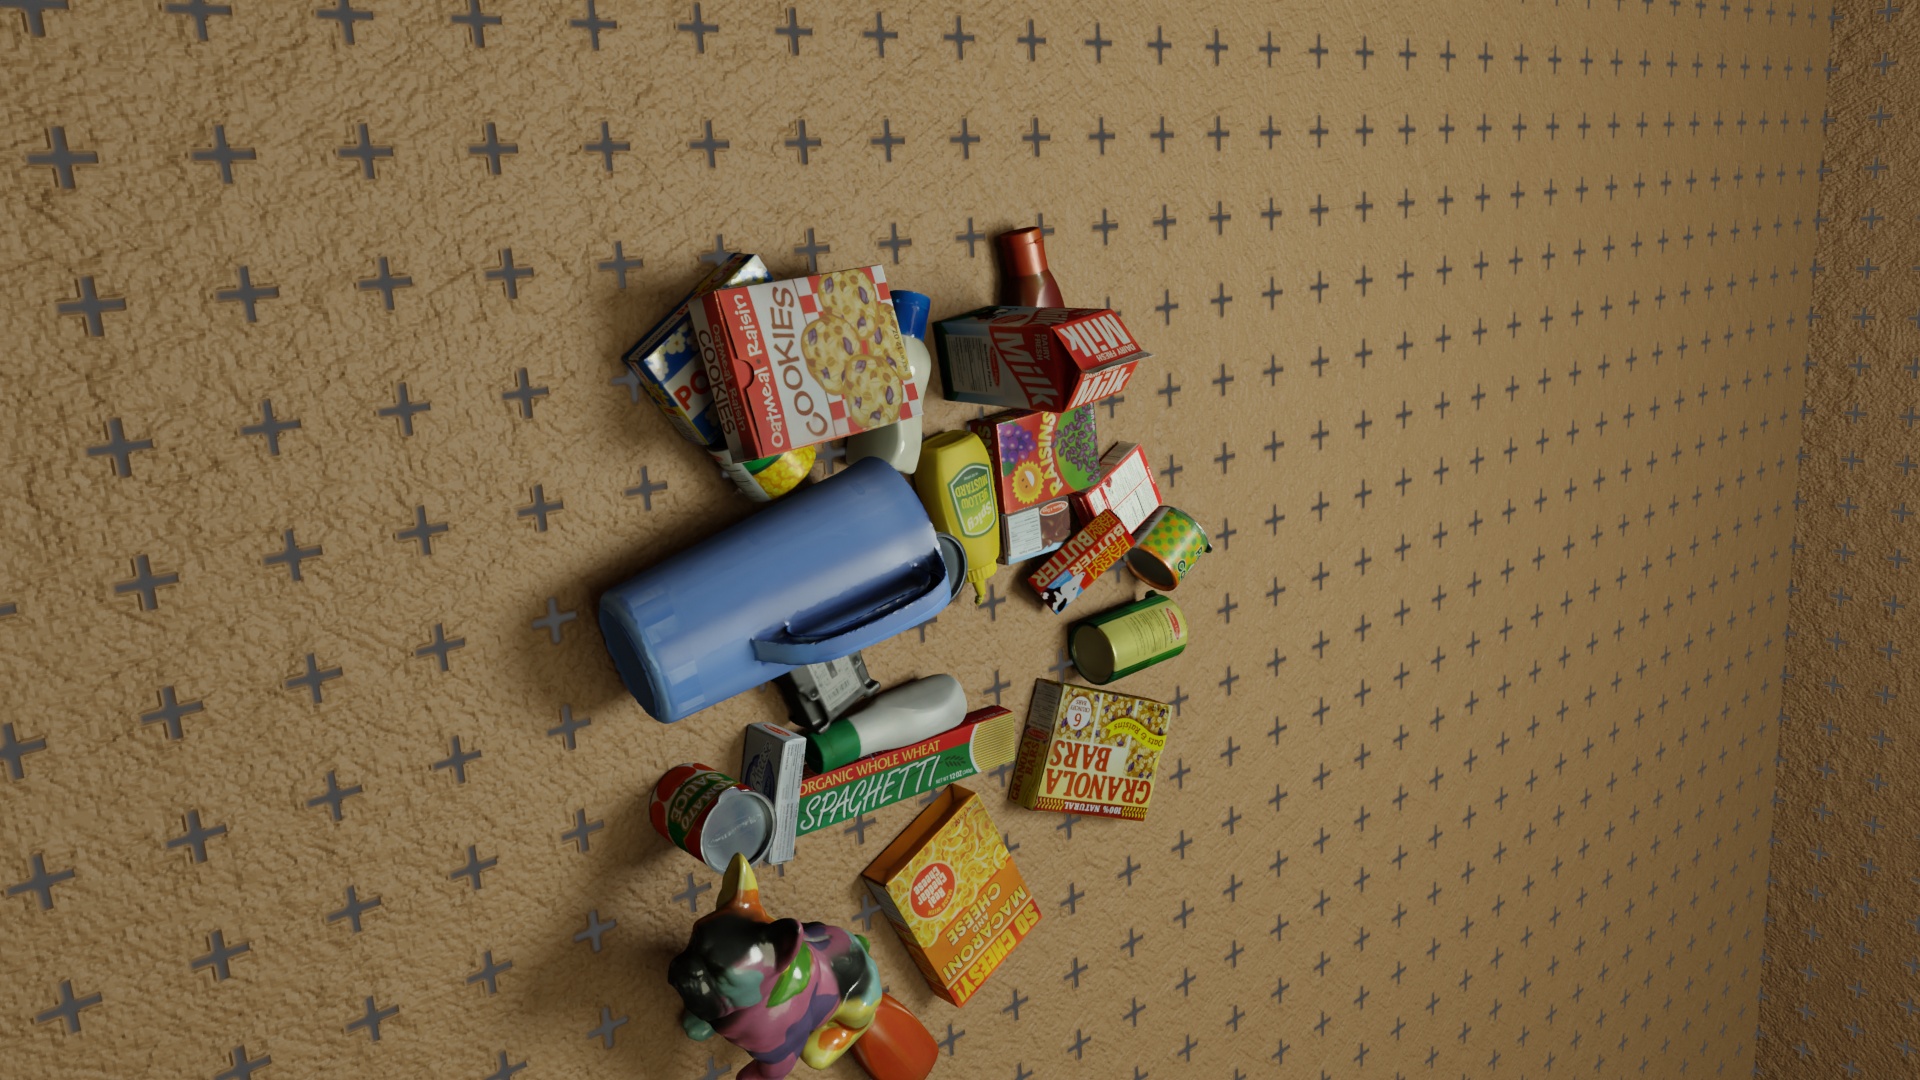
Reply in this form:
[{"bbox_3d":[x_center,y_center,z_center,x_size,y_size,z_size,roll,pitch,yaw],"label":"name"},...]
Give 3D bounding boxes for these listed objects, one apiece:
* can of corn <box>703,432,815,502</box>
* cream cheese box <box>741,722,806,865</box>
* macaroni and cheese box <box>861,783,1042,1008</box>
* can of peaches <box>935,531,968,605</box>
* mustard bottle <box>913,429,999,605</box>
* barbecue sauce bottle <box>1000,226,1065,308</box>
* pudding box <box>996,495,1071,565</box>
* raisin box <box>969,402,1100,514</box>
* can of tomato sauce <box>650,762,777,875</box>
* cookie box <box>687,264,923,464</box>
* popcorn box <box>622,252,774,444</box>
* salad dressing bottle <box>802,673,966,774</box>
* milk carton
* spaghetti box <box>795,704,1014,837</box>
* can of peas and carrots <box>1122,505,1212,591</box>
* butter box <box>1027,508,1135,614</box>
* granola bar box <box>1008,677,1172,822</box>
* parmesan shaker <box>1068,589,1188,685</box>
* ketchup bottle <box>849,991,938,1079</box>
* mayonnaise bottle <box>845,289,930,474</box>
[{"bbox_3d":[-0.152,-0.073,1.067,0.071,0.071,0.058,-51,126,-21],"label":"can of corn"},{"bbox_3d":[-0.154,0.204,1.123,0.024,0.053,0.103,3,96,-42],"label":"cream cheese box"},{"bbox_3d":[-0.004,0.327,1.280,0.124,0.040,0.165,-41,121,-28],"label":"macaroni and cheese box"},{"bbox_3d":[-0.039,0.022,1.186,0.071,0.058,0.071,-9,104,-39],"label":"can of peaches"},{"bbox_3d":[0.004,-0.015,1.222,0.065,0.049,0.159,-27,114,-32],"label":"mustard bottle"},{"bbox_3d":[0.068,-0.204,1.246,0.065,0.043,0.148,-32,117,-44],"label":"barbecue sauce bottle"},{"bbox_3d":[0.063,-0.011,1.285,0.084,0.030,0.049,-17,108,-37],"label":"pudding box"},{"bbox_3d":[0.069,-0.080,1.272,0.124,0.040,0.086,-19,110,-38],"label":"raisin box"},{"bbox_3d":[-0.193,0.212,1.072,0.071,0.083,0.071,-8,103,-39],"label":"can of tomato sauce"},{"bbox_3d":[-0.112,-0.134,1.038,0.168,0.040,0.123,-20,96,-45],"label":"cookie box"},{"bbox_3d":[-0.181,-0.145,1.049,0.127,0.038,0.085,-50,125,-23],"label":"popcorn box"},{"bbox_3d":[-0.065,0.157,1.185,0.148,0.064,0.043,-18,112,-34],"label":"salad dressing bottle"},{"bbox_3d":[0.068,-0.152,1.158,0.072,0.190,0.073,-22,112,-35],"label":"milk carton"},{"bbox_3d":[-0.053,0.200,1.225,0.251,0.028,0.050,-12,105,-38],"label":"spaghetti box"},{"bbox_3d":[0.205,0.010,1.382,0.059,0.071,0.070,-48,124,-22],"label":"can of peas and carrots"},{"bbox_3d":[0.114,0.020,1.305,0.103,0.024,0.053,-42,147,0],"label":"butter box"},{"bbox_3d":[0.132,0.209,1.375,0.165,0.039,0.124,15,88,-40],"label":"granola bar box"},{"bbox_3d":[0.164,0.095,1.366,0.103,0.071,0.071,-16,108,-37],"label":"parmesan shaker"},{"bbox_3d":[-0.077,0.430,1.234,0.065,0.043,0.148,-48,124,-25],"label":"ketchup bottle"},{"bbox_3d":[-0.054,-0.130,1.146,0.041,0.065,0.148,14,85,-49],"label":"mayonnaise bottle"}]
